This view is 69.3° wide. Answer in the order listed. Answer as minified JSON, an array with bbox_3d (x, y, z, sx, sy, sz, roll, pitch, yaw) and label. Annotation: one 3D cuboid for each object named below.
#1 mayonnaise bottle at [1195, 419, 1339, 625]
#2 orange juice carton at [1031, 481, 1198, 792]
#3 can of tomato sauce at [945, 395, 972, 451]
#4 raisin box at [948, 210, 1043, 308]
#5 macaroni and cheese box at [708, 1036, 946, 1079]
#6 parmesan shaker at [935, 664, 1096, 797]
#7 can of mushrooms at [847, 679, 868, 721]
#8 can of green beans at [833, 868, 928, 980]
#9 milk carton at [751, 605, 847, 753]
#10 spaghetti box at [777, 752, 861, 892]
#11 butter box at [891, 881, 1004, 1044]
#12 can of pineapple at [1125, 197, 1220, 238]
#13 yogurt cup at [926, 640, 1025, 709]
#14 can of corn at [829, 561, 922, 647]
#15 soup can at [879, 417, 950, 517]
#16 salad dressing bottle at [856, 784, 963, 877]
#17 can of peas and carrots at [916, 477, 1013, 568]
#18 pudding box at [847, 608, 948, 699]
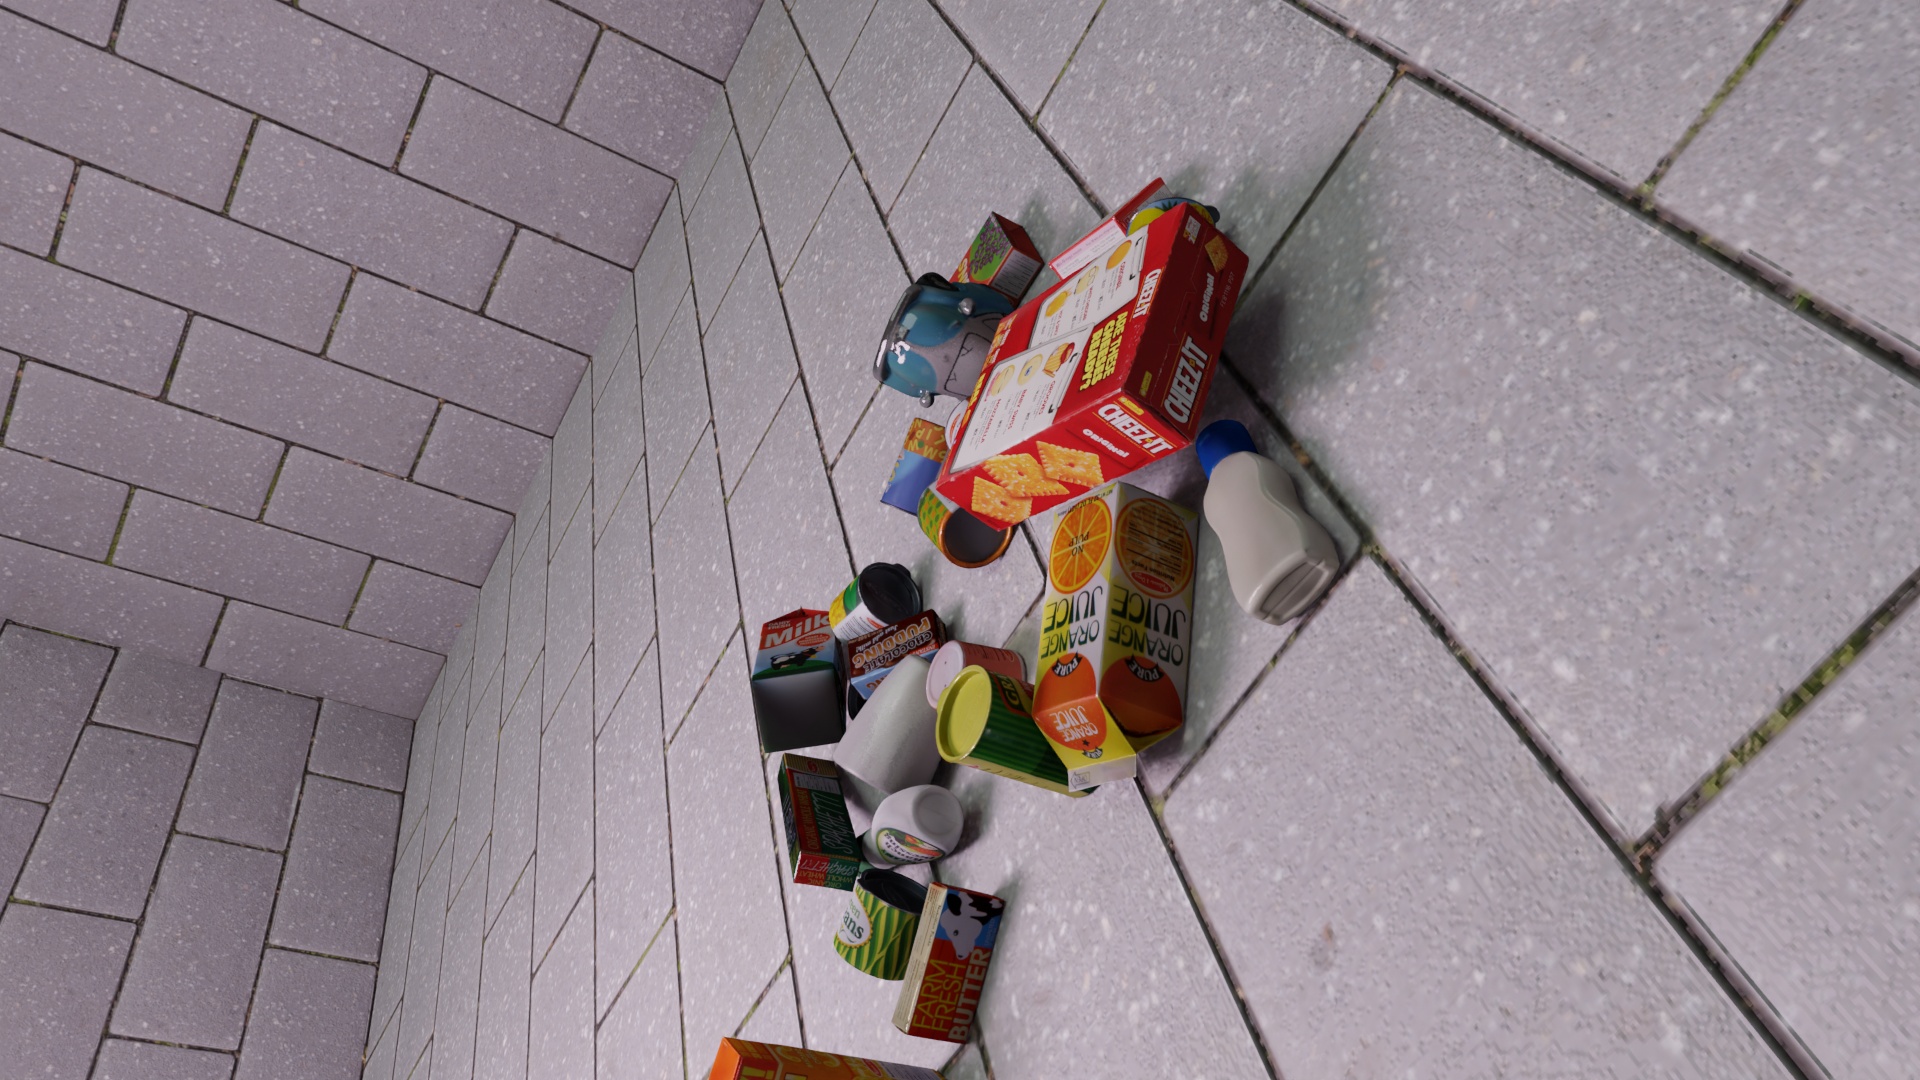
[{"bbox_3d":[0.182,-0.018,0.856,0.064,0.041,0.149,-51,30,29],"label":"mayonnaise bottle"},{"bbox_3d":[0.101,0.066,0.910,0.071,0.073,0.193,-26,49,53],"label":"orange juice carton"},{"bbox_3d":[0.033,-0.079,1.154,0.071,0.071,0.083,-63,28,13],"label":"can of tomato sauce"},{"bbox_3d":[0.022,-0.237,1.315,0.123,0.040,0.086,-55,30,24],"label":"raisin box"},{"bbox_3d":[-0.098,0.410,0.932,0.040,0.166,0.124,7,78,62],"label":"macaroni and cheese box"},{"bbox_3d":[0.043,0.129,0.941,0.071,0.103,0.071,-41,38,43],"label":"parmesan shaker"},{"bbox_3d":[-0.070,0.130,1.232,0.070,0.033,0.071,-42,37,44],"label":"can of mushrooms"},{"bbox_3d":[-0.056,0.291,1.053,0.057,0.071,0.071,-66,26,7],"label":"can of green beans"},{"bbox_3d":[-0.145,0.121,1.278,0.191,0.073,0.072,-105,7,-75],"label":"milk carton"},{"bbox_3d":[-0.123,0.232,1.173,0.250,0.050,0.028,-138,61,-76],"label":"spaghetti box"},{"bbox_3d":[-0.008,0.296,0.974,0.024,0.053,0.103,1,73,59],"label":"butter box"},{"bbox_3d":[0.157,-0.207,1.009,0.070,0.071,0.058,-43,37,42],"label":"can of pineapple"},{"bbox_3d":[0.010,0.110,1.072,0.072,0.054,0.073,-40,39,43],"label":"yogurt cup"},{"bbox_3d":[-0.077,0.061,1.259,0.058,0.071,0.071,-43,36,42],"label":"can of corn"},{"bbox_3d":[-0.029,-0.062,1.251,0.071,0.071,0.083,22,91,64],"label":"soup can"},{"bbox_3d":[-0.048,0.233,1.091,0.147,0.064,0.044,-45,22,54],"label":"salad dressing bottle"},{"bbox_3d":[0.004,-0.015,1.162,0.070,0.071,0.059,-64,27,11],"label":"can of peas and carrots"},{"bbox_3d":[-0.052,0.097,1.182,0.083,0.030,0.050,-21,46,12],"label":"pudding box"}]
